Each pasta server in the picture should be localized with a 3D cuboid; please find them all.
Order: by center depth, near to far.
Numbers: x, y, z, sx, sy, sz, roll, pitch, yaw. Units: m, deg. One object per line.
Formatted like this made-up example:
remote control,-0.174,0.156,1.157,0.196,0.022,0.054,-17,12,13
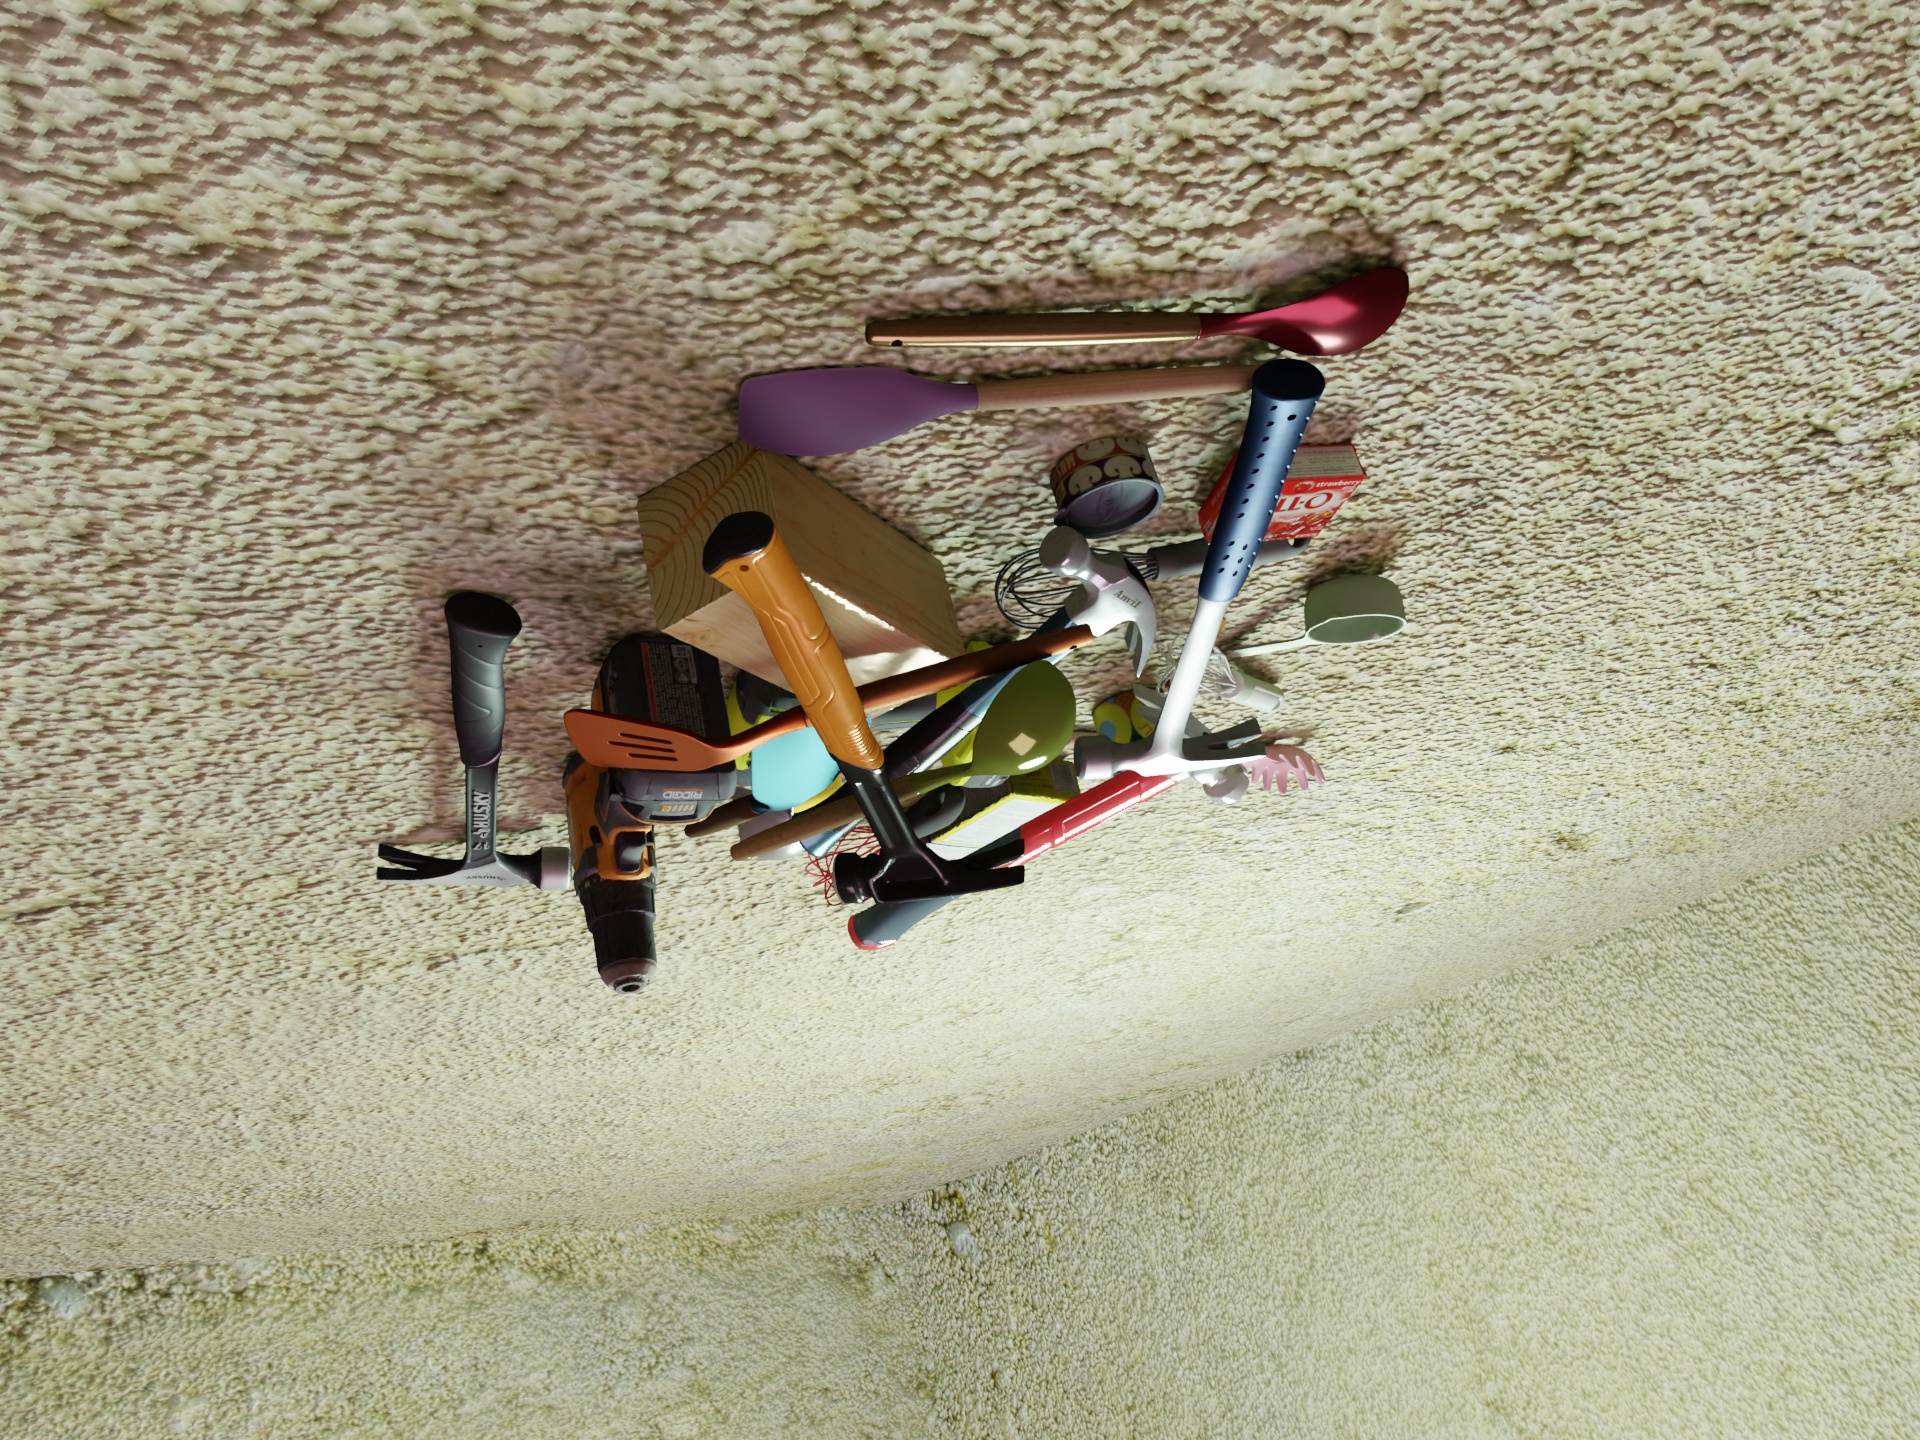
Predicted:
pasta server,0.217,0.035,1.459,0.316,0.040,0.060,6,160,-37

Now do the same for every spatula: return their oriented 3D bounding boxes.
spatula,0.032,-0.181,0.892,0.316,0.018,0.059,-8,141,-15
spatula,-0.075,-0.018,0.968,0.322,0.041,0.081,-16,157,-8
spatula,-0.152,0.051,1.140,0.082,0.044,0.317,-11,175,-27

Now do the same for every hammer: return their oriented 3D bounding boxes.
hammer,-0.060,0.005,0.919,0.127,0.034,0.336,-8,140,14
hammer,0.175,-0.080,1.065,0.144,0.035,0.405,-3,146,-8
hammer,-0.002,-0.003,1.087,0.128,0.033,0.331,25,127,-40
hammer,-0.342,0.030,1.119,0.149,0.036,0.408,1,151,-16
hammer,0.044,0.098,1.344,0.386,0.038,0.143,-30,131,27

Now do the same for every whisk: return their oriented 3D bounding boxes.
whisk,0.135,-0.105,1.092,0.239,0.055,0.055,-12,156,-15
whisk,0.216,-0.030,1.288,0.058,0.059,0.246,-53,153,14
whisk,-0.065,0.104,1.366,0.073,0.073,0.296,-2,163,-27

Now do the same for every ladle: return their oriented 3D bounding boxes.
ladle,0.103,-0.214,0.857,0.315,0.031,0.069,-6,157,-15
ladle,-0.052,0.038,1.058,0.320,0.062,0.078,-22,179,38

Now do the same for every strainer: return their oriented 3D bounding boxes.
strainer,-0.159,0.097,1.322,0.087,0.050,0.258,31,168,-1

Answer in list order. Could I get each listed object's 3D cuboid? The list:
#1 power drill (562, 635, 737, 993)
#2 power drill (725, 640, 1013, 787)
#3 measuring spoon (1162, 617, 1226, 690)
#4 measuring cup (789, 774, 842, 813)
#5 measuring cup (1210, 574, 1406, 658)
power drill,-0.222,0.069,1.102,0.084,0.186,0.226,1,149,-26
power drill,-0.065,0.001,1.177,0.223,0.080,0.171,-1,153,-21
measuring spoon,0.189,-0.051,1.282,0.021,0.011,0.116,-7,155,-18
measuring cup,-0.159,0.059,1.301,0.062,0.029,0.156,-32,152,35
measuring cup,0.268,-0.079,1.251,0.167,0.038,0.083,-12,164,38
